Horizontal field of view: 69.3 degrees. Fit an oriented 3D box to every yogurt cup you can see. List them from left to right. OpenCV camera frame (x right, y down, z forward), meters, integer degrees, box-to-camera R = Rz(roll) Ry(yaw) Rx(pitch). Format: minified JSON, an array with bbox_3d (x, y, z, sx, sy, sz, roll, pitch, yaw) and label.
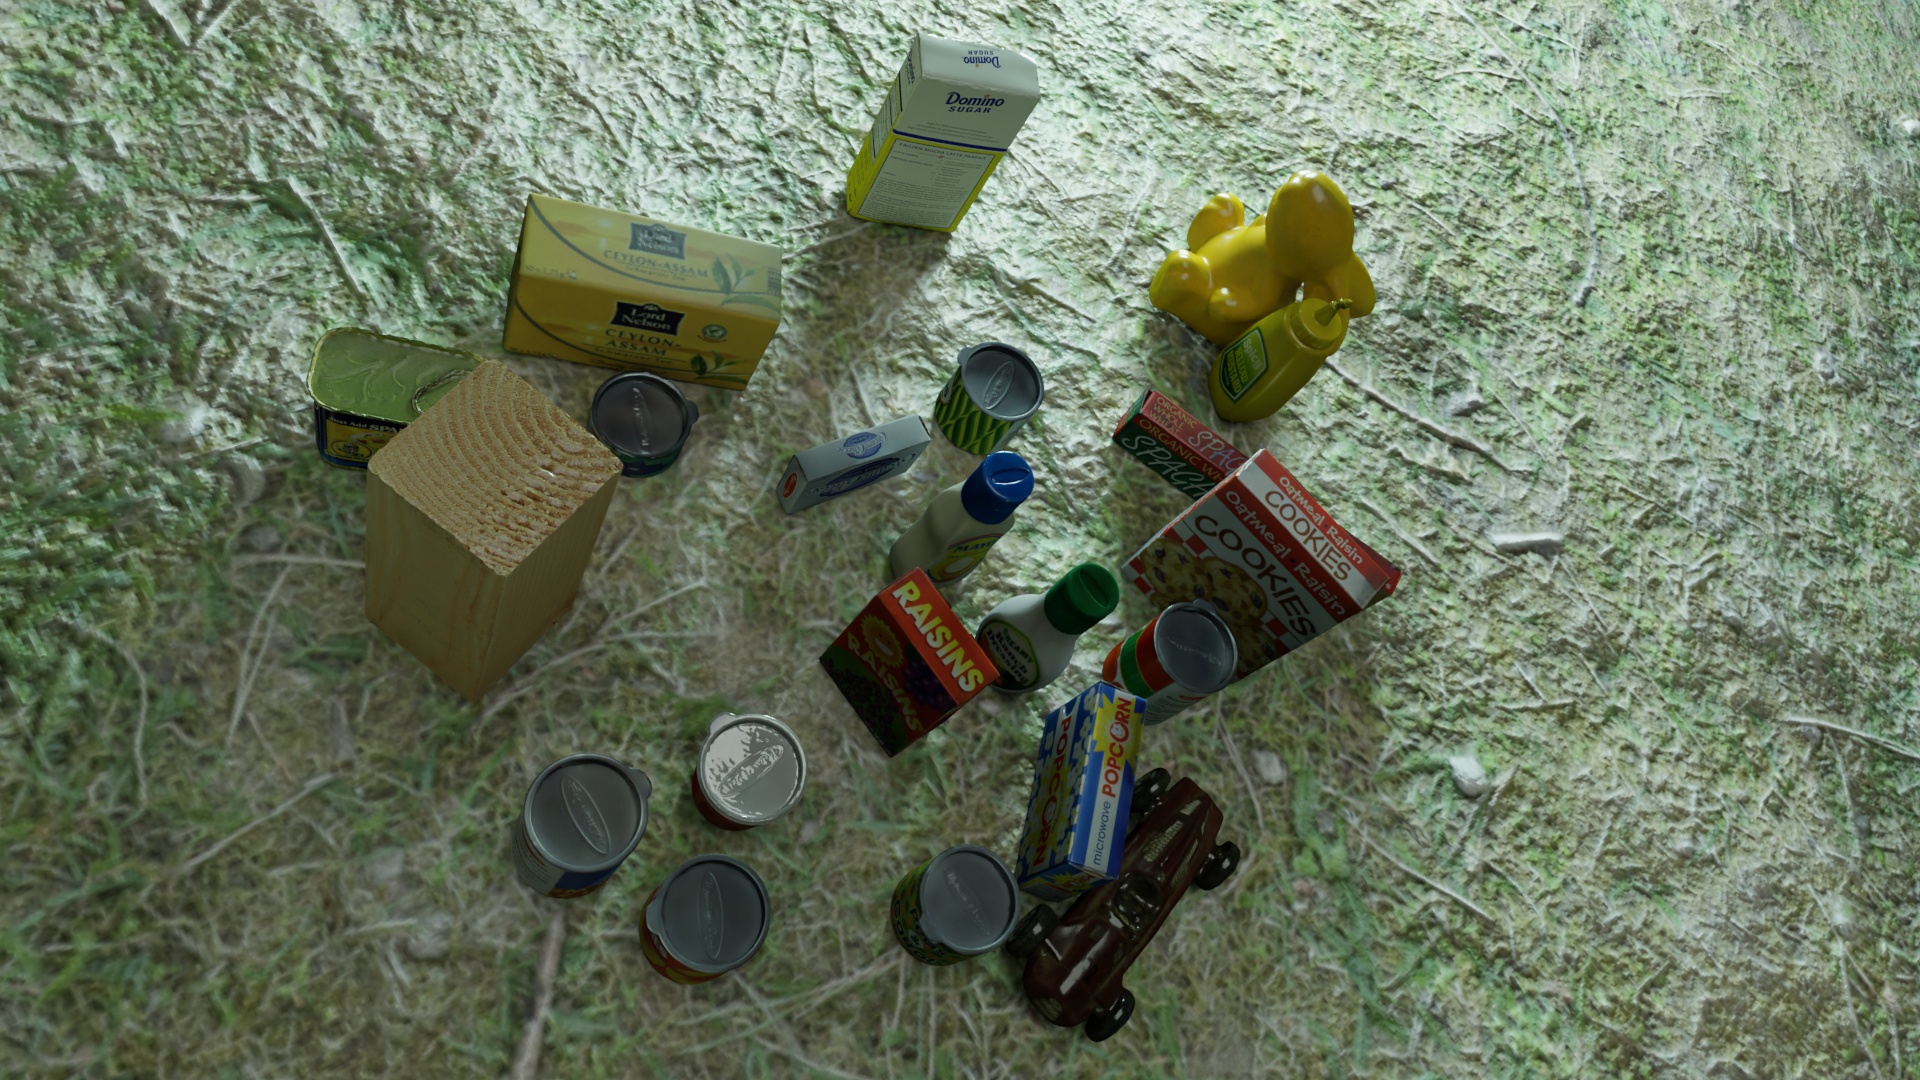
[{"bbox_3d":[-0.132,0.146,0.852,0.072,0.053,0.072,9,63,-19],"label":"yogurt cup"}]

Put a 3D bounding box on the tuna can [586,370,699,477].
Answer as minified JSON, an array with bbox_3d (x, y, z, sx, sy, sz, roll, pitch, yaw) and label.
[{"bbox_3d":[-0.214,-0.078,0.934,0.071,0.032,0.071,9,63,-19],"label":"tuna can"}]

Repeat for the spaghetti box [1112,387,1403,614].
[{"bbox_3d":[0.232,-0.029,1.094,0.250,0.050,0.029,35,58,-5],"label":"spaghetti box"}]

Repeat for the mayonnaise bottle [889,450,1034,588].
[{"bbox_3d":[0.003,-0.012,0.929,0.065,0.147,0.041,-10,72,-27],"label":"mayonnaise bottle"}]

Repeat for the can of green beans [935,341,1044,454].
[{"bbox_3d":[0.021,-0.105,1.034,0.071,0.057,0.071,9,63,-19],"label":"can of green beans"}]

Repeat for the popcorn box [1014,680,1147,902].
[{"bbox_3d":[0.079,0.166,0.915,0.038,0.085,0.127,22,60,-13],"label":"popcorn box"}]

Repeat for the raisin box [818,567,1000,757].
[{"bbox_3d":[-0.035,0.080,0.884,0.040,0.123,0.086,-32,82,-31],"label":"raisin box"}]

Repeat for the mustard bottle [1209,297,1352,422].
[{"bbox_3d":[0.255,-0.151,1.096,0.049,0.159,0.065,0,67,-23],"label":"mustard bottle"}]

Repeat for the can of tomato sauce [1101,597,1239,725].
[{"bbox_3d":[0.147,0.087,0.983,0.071,0.082,0.071,9,63,-19],"label":"can of tomato sauce"}]

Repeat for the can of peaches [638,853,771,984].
[{"bbox_3d":[-0.152,0.220,0.806,0.071,0.057,0.071,9,63,-19],"label":"can of peaches"}]

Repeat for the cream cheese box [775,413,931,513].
[{"bbox_3d":[-0.075,-0.054,0.971,0.104,0.053,0.024,-22,77,-30],"label":"cream cheese box"}]

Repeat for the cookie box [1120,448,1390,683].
[{"bbox_3d":[0.205,0.022,0.989,0.123,0.166,0.040,47,58,2],"label":"cookie box"}]

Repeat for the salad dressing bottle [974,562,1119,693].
[{"bbox_3d":[0.056,0.057,0.919,0.044,0.147,0.064,-32,82,-31],"label":"salad dressing bottle"}]

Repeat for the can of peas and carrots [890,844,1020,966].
[{"bbox_3d":[-0.006,0.229,0.864,0.071,0.058,0.071,9,63,-19],"label":"can of peas and carrots"}]

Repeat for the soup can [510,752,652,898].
[{"bbox_3d":[-0.216,0.163,0.790,0.071,0.083,0.071,9,63,-19],"label":"soup can"}]
